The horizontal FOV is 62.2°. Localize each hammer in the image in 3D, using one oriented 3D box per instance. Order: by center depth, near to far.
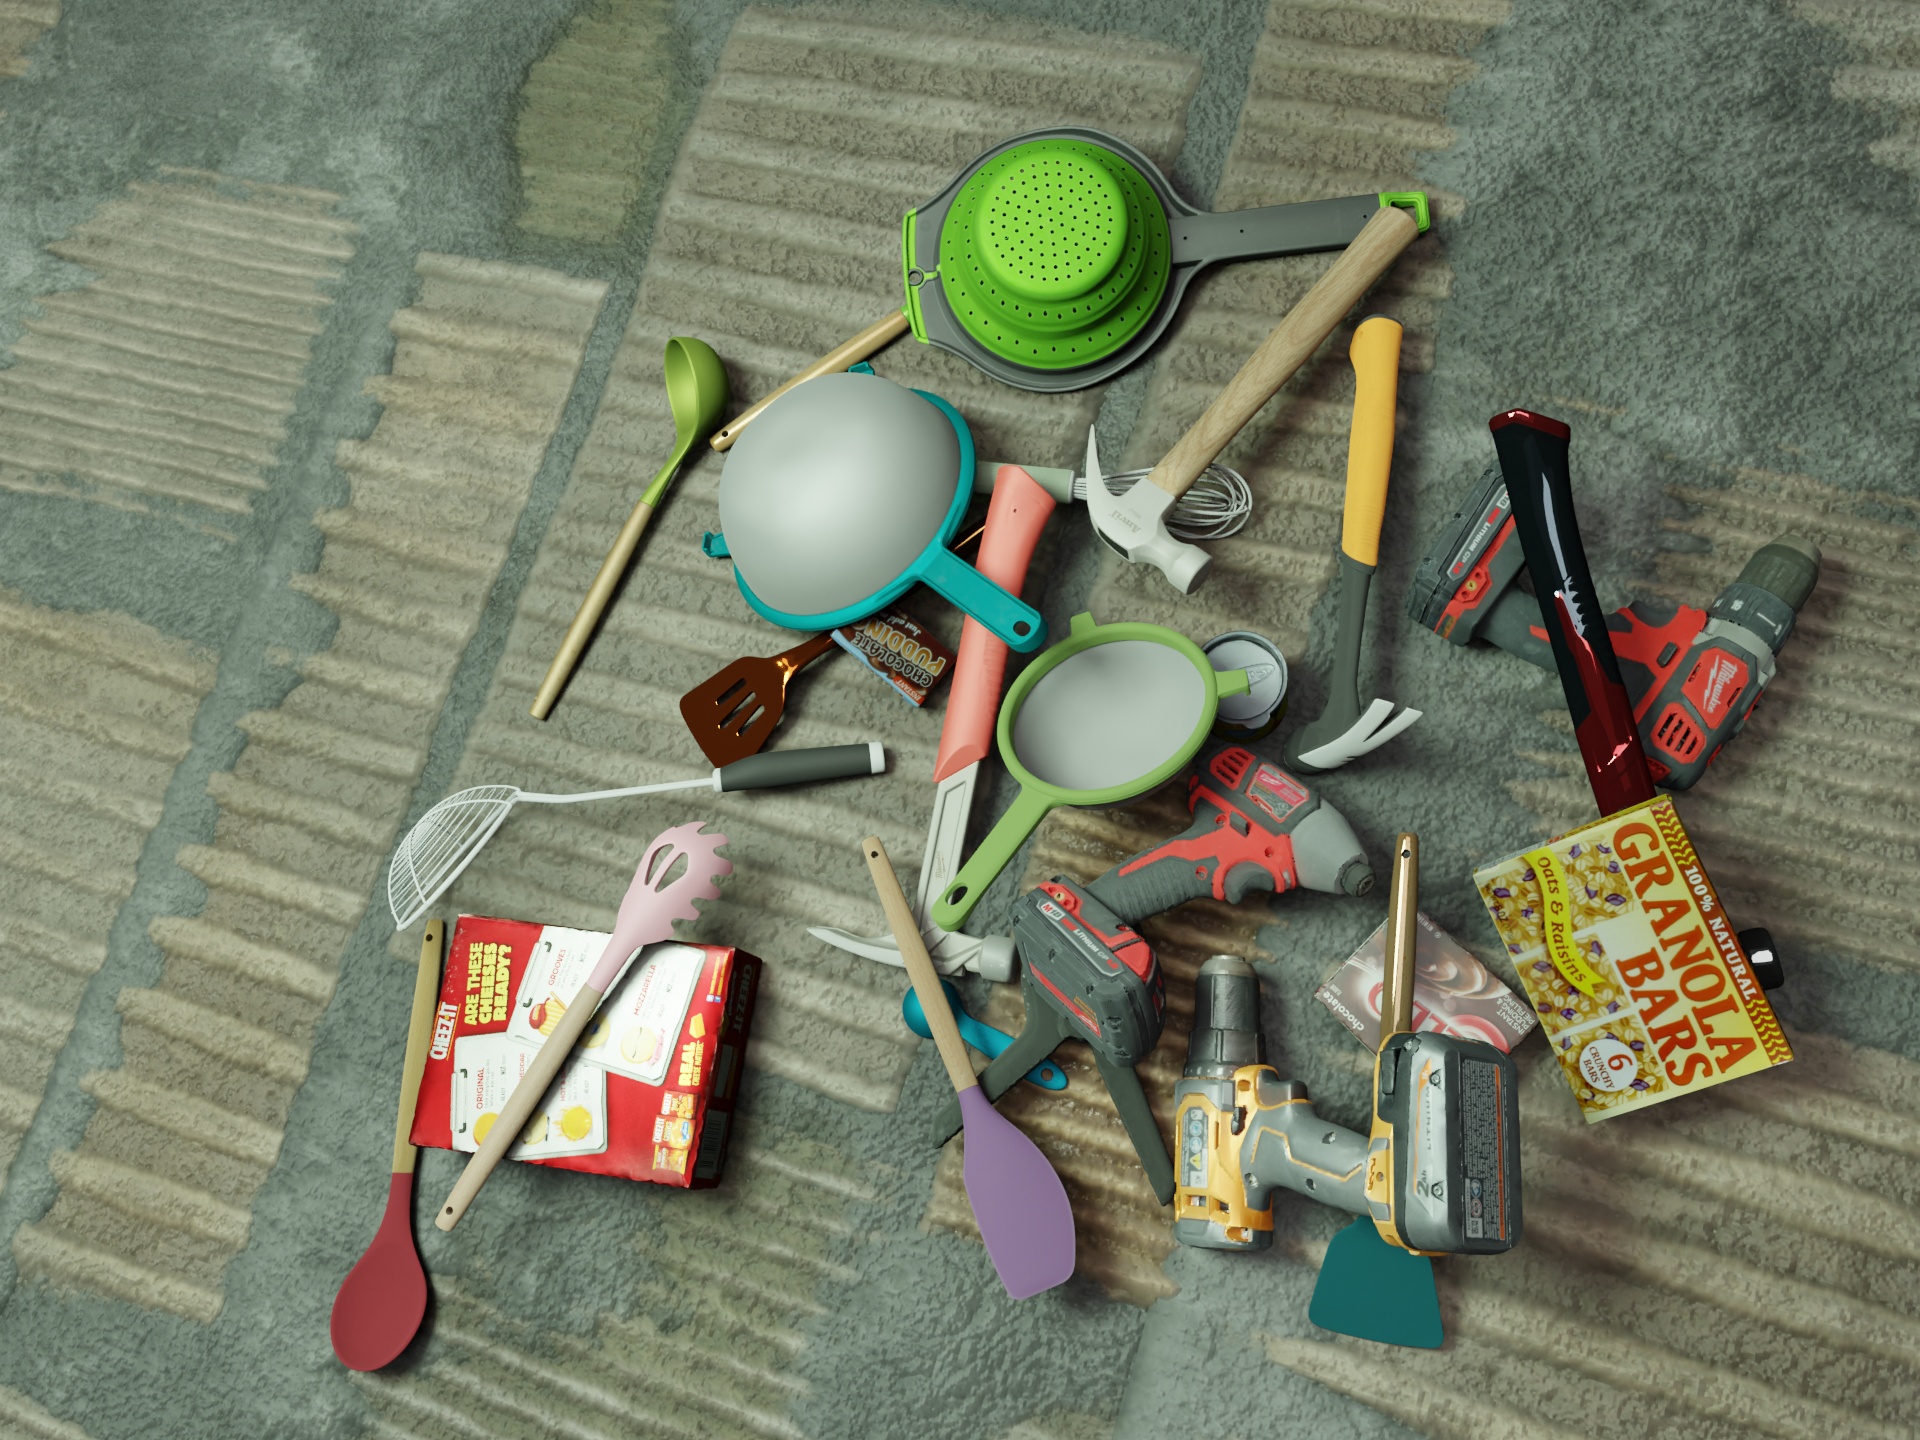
[{"bbox_3d":[0.386,-0.004,1.000,0.143,0.038,0.386,-17,89,19],"label":"hammer"},{"bbox_3d":[0.280,-0.135,1.095,0.034,0.127,0.337,15,70,-13],"label":"hammer"},{"bbox_3d":[-0.002,-0.004,1.122,0.149,0.036,0.359,10,86,13],"label":"hammer"},{"bbox_3d":[0.211,-0.244,1.128,0.130,0.031,0.331,37,78,20],"label":"hammer"}]

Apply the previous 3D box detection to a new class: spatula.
[{"bbox_3d":[0.270,0.229,0.998,0.082,0.044,0.317,4,82,21],"label":"spatula"},{"bbox_3d":[-0.002,0.218,1.046,0.060,0.018,0.316,-23,69,-2],"label":"spatula"},{"bbox_3d":[-0.068,-0.078,1.192,0.322,0.041,0.081,-35,72,-4],"label":"spatula"}]

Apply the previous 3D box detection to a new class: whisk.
[{"bbox_3d":[0.089,-0.169,1.163,0.246,0.059,0.058,7,31,10],"label":"whisk"}]

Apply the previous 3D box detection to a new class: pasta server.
[{"bbox_3d":[-0.258,0.205,1.074,0.060,0.040,0.316,30,85,20],"label":"pasta server"}]

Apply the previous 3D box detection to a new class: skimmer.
[{"bbox_3d":[-0.232,0.079,1.152,0.363,0.127,0.090,-8,104,-5],"label":"skimmer"}]

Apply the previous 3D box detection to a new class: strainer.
[{"bbox_3d":[0.073,0.049,1.048,0.152,0.069,0.256,24,66,39],"label":"strainer"},{"bbox_3d":[-0.064,-0.147,1.107,0.211,0.095,0.341,-49,47,-2],"label":"strainer"}]

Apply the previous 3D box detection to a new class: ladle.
[{"bbox_3d":[-0.402,0.301,1.152,0.069,0.031,0.316,0,73,9],"label":"ladle"},{"bbox_3d":[-0.267,-0.150,1.236,0.062,0.078,0.320,29,84,-27],"label":"ladle"}]

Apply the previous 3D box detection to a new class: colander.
[{"bbox_3d":[0.149,-0.362,1.170,0.397,0.094,0.204,-6,87,5],"label":"colander"}]

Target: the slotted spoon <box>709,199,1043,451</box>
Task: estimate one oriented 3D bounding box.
[{"bbox_3d":[-0.066,-0.305,1.252,0.314,0.031,0.070,-34,77,3],"label":"slotted spoon"}]

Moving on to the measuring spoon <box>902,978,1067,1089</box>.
[{"bbox_3d":[0.016,0.217,1.089,0.129,0.021,0.042,27,81,17],"label":"measuring spoon"}]

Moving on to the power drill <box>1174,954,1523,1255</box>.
[{"bbox_3d":[0.220,0.230,0.964,0.226,0.084,0.185,-17,63,51],"label":"power drill"}]

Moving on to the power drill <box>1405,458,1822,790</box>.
[{"bbox_3d":[0.436,-0.085,1.059,0.227,0.080,0.188,35,84,15],"label":"power drill"}]

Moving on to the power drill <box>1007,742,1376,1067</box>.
[{"bbox_3d":[0.152,0.113,1.021,0.219,0.078,0.143,-34,46,-18],"label":"power drill"}]
